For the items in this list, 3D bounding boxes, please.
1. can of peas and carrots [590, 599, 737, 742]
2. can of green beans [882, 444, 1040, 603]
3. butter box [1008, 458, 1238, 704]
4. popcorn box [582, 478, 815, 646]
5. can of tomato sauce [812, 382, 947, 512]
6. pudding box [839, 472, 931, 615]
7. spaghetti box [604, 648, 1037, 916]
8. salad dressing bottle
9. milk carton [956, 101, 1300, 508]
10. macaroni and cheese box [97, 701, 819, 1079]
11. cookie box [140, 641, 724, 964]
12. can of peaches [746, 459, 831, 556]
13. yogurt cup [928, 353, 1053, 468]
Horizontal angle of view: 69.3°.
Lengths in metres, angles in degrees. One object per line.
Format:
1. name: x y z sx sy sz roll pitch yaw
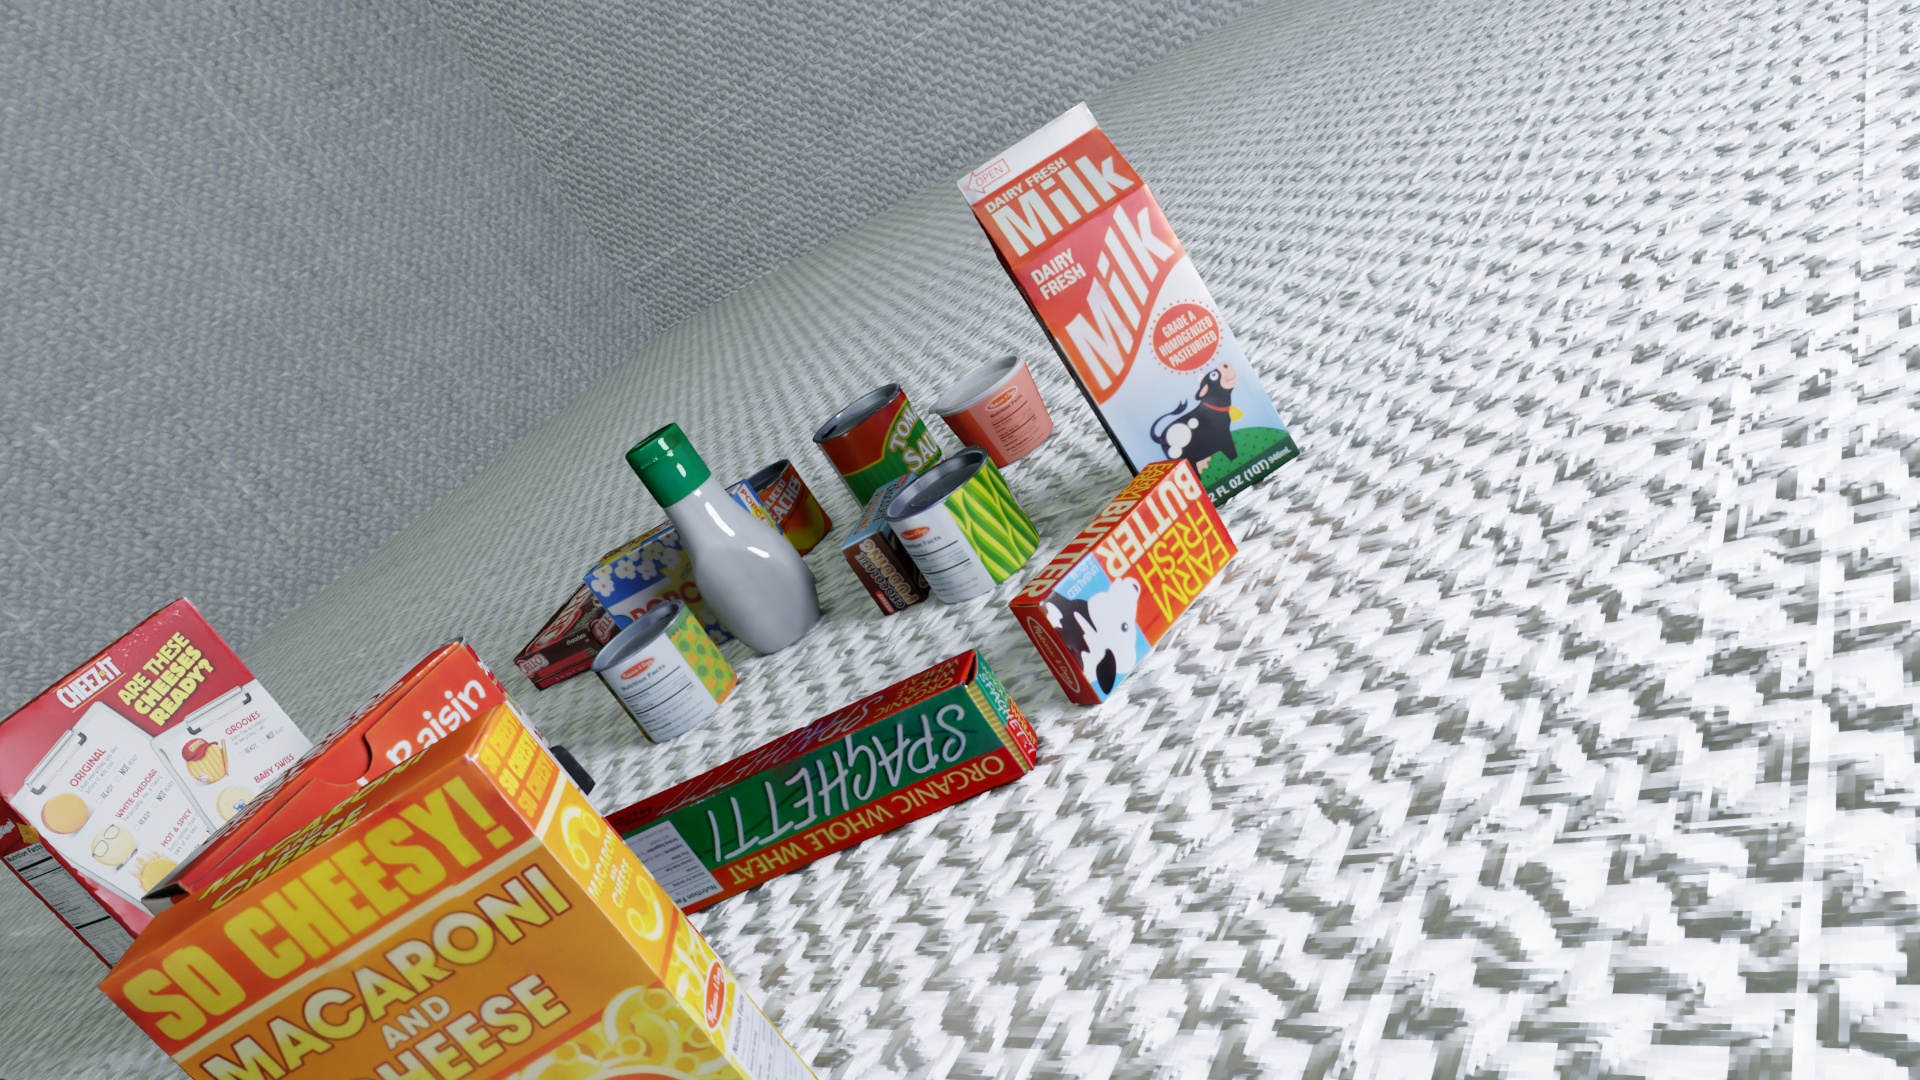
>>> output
1. can of peas and carrots: -0.176 0.077 0.830 0.071 0.058 0.071 -30 18 11
2. can of green beans: 0.001 -0.008 0.751 0.071 0.057 0.071 -30 18 11
3. butter box: 0.070 0.016 0.579 0.104 0.053 0.024 -43 20 -29
4. popcorn box: -0.171 0.025 0.915 0.126 0.085 0.038 -26 19 21
5. can of tomato sauce: -0.044 -0.050 0.897 0.071 0.083 0.071 -30 18 11
6. pudding box: -0.035 0.000 0.805 0.030 0.049 0.084 -26 19 23
7. spaghetti box: -0.085 0.116 0.584 0.249 0.050 0.029 -26 19 21
8. salad dressing bottle: -0.143 -0.001 0.832 0.064 0.147 0.044 -27 19 20
9. milk carton: 0.077 -0.107 0.662 0.072 0.190 0.073 -32 17 4
10. macaroni and cheese box: -0.135 0.146 0.402 0.123 0.166 0.040 -32 17 5
11. cookie box: -0.172 0.138 0.486 0.040 0.167 0.123 -20 22 37
12. can of peaches: -0.134 -0.017 1.006 0.071 0.058 0.071 -30 18 11
13. yogurt cup: 0.025 -0.083 0.913 0.072 0.054 0.072 -30 18 11
